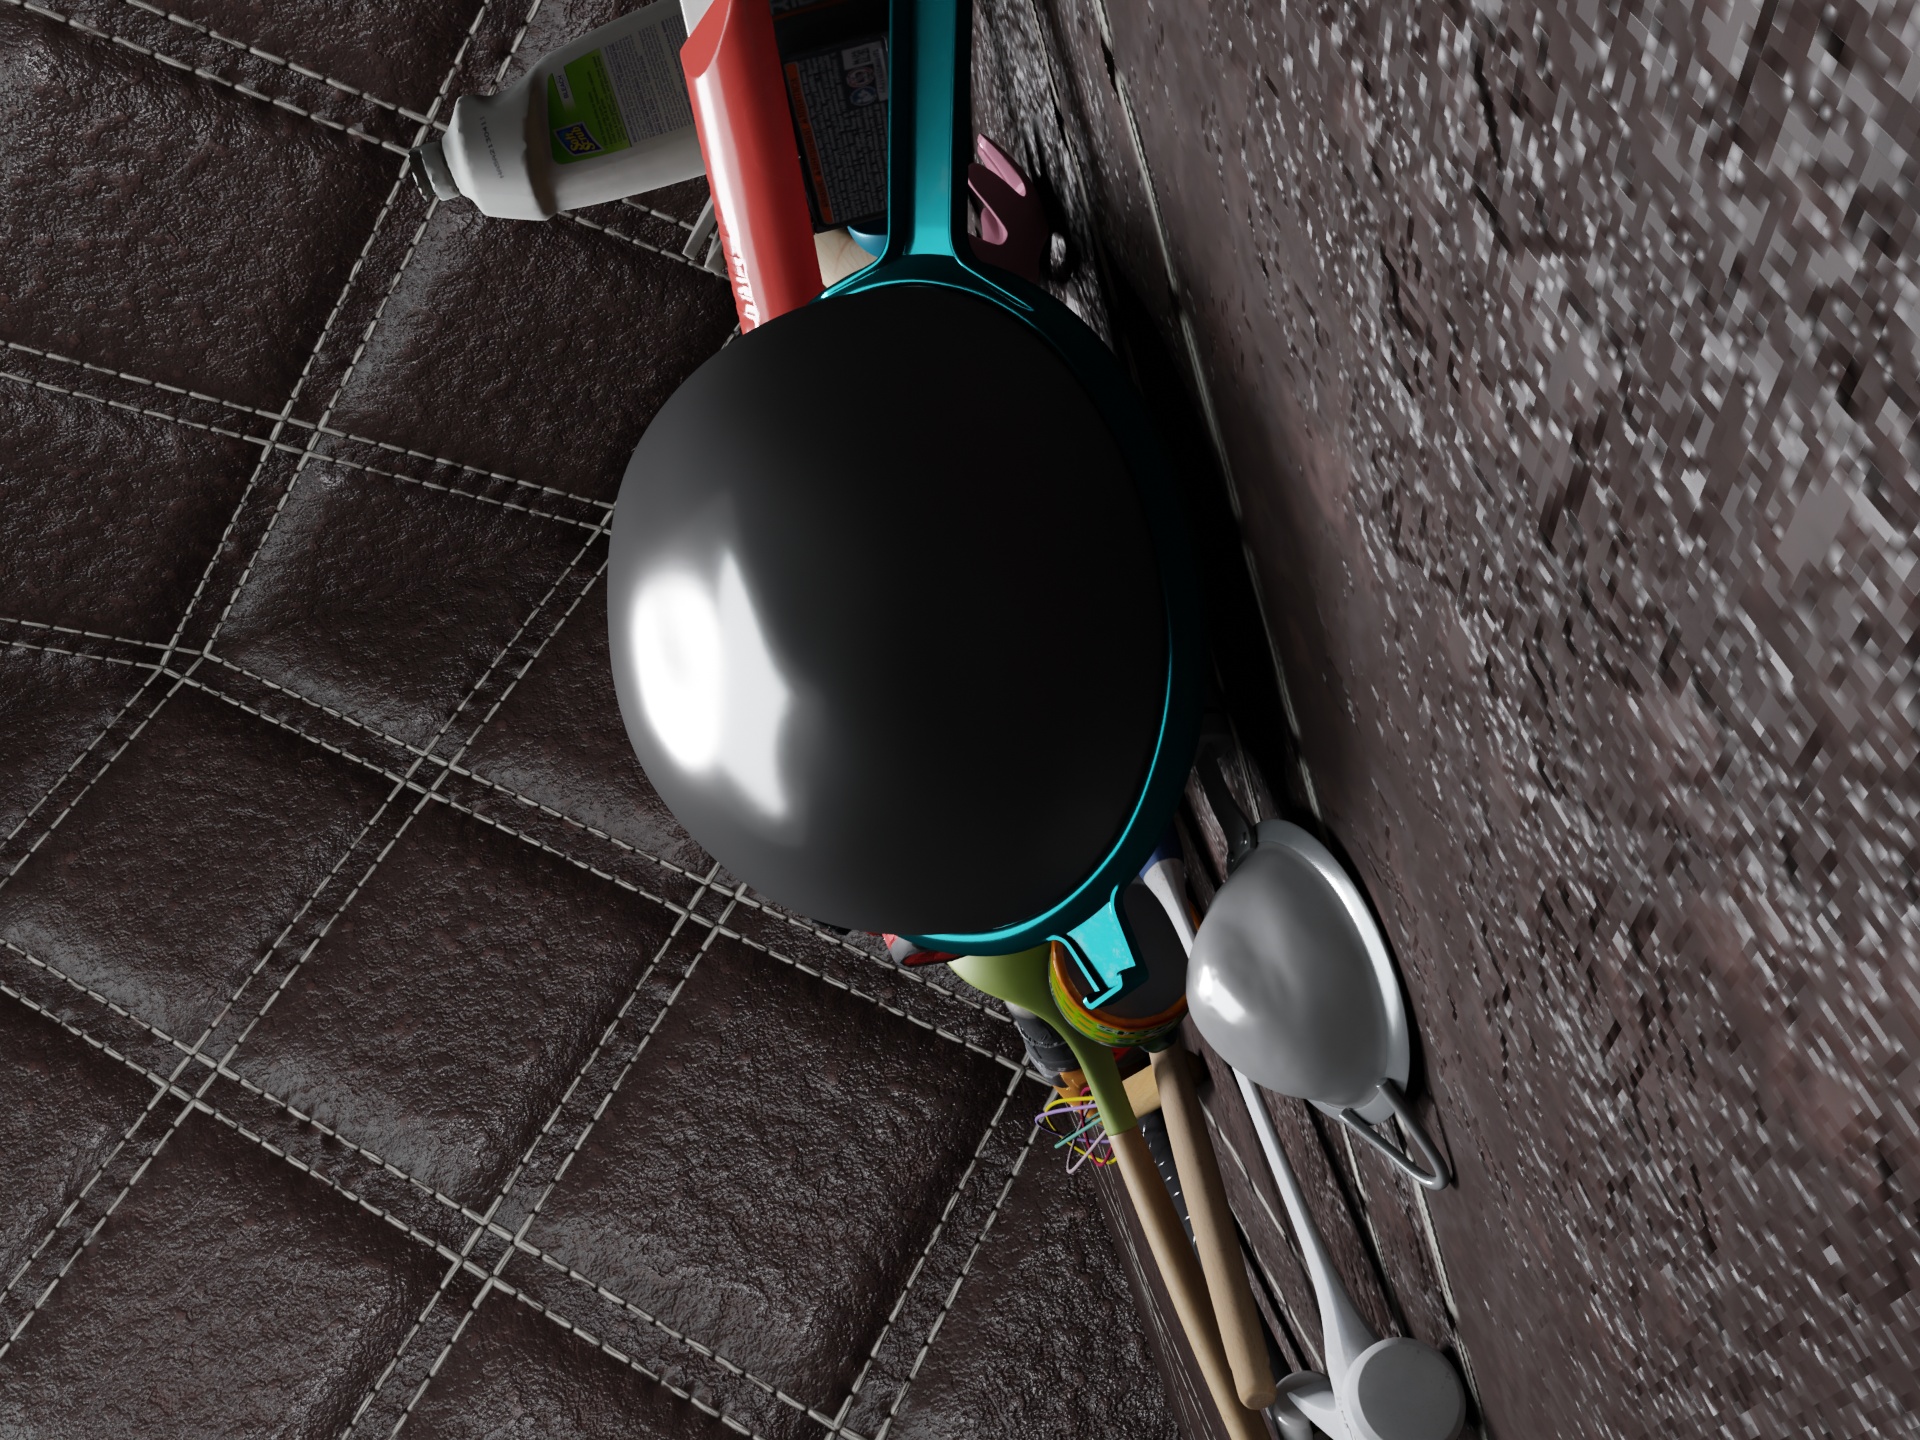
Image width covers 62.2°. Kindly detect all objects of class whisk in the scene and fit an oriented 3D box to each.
[{"bbox_3d":[0.094,0.220,0.901,0.245,0.051,0.047,116,133,-65],"label":"whisk"}]

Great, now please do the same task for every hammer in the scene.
[{"bbox_3d":[-0.098,-0.301,0.995,0.038,0.146,0.411,25,-161,-29],"label":"hammer"},{"bbox_3d":[0.144,0.302,0.858,0.335,0.035,0.146,-114,8,-66],"label":"hammer"},{"bbox_3d":[-0.064,-0.194,0.522,0.149,0.037,0.358,17,135,29],"label":"hammer"},{"bbox_3d":[0.080,0.070,0.607,0.144,0.035,0.406,78,173,-63],"label":"hammer"}]

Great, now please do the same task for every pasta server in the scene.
[{"bbox_3d":[-0.015,-0.166,0.633,0.040,0.060,0.316,28,-179,-13],"label":"pasta server"}]

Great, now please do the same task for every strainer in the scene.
[{"bbox_3d":[-0.037,-0.087,0.438,0.211,0.095,0.340,17,112,43],"label":"strainer"},{"bbox_3d":[0.069,0.013,0.460,0.086,0.050,0.259,107,151,-57],"label":"strainer"}]

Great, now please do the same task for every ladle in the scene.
[{"bbox_3d":[0.077,0.213,0.723,0.062,0.078,0.320,-35,75,54],"label":"ladle"}]

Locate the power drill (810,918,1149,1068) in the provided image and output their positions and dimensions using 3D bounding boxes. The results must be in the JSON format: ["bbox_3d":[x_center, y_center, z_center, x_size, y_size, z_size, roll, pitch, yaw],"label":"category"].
[{"bbox_3d":[0.007,0.083,0.876,0.226,0.080,0.188,34,-164,-32],"label":"power drill"}]

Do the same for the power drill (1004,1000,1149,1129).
[{"bbox_3d":[0.046,0.143,1.055,0.185,0.084,0.226,56,-172,-51],"label":"power drill"}]

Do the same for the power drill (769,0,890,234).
[{"bbox_3d":[-0.067,-0.312,0.632,0.164,0.084,0.227,77,178,-73],"label":"power drill"}]

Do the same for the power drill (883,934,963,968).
[{"bbox_3d":[-0.001,-0.002,0.605,0.219,0.078,0.143,122,133,-61],"label":"power drill"}]

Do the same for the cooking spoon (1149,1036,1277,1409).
[{"bbox_3d":[0.097,0.162,0.717,0.319,0.017,0.068,-98,-12,-56],"label":"cooking spoon"}]

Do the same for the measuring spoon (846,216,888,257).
[{"bbox_3d":[-0.025,-0.231,0.681,0.129,0.042,0.021,-92,-9,-46],"label":"measuring spoon"}]

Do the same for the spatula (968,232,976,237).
[{"bbox_3d":[0.002,-0.094,0.776,0.315,0.018,0.060,89,-179,-47],"label":"spatula"}]
